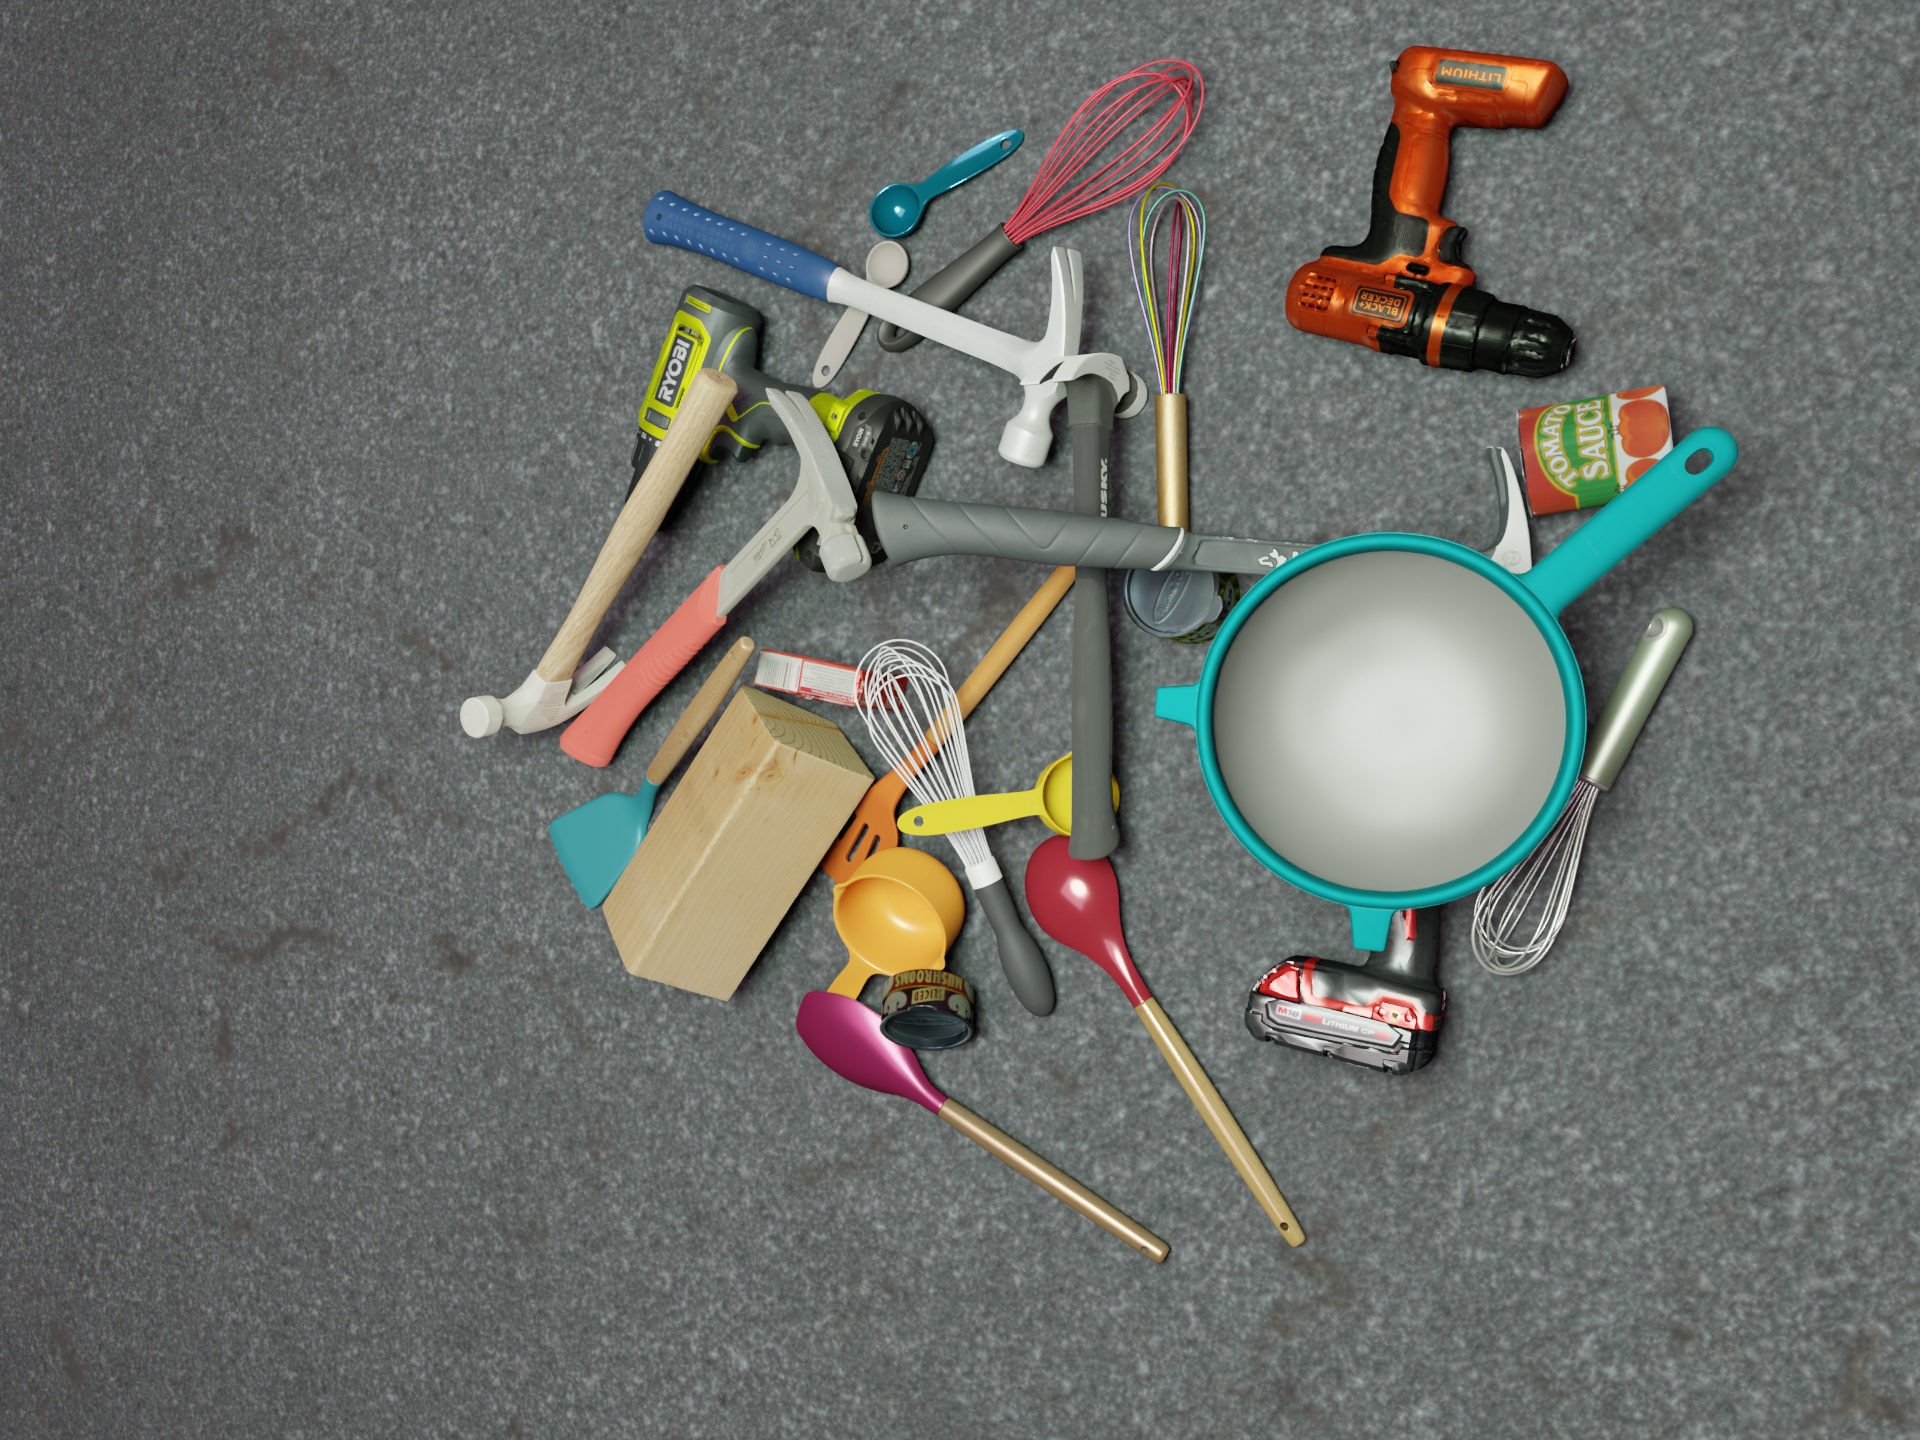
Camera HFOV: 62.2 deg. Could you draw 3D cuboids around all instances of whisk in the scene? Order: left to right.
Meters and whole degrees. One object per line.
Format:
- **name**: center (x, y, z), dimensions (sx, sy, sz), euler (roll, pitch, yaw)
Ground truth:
- **whisk**: center (0.004, 0.076, 1.106), dimensions (0.070, 0.070, 0.284), euler (-23, 94, 22)
- **whisk**: center (0.050, -0.355, 1.121), dimensions (0.296, 0.073, 0.073), euler (-35, 75, 26)
- **whisk**: center (0.146, -0.243, 1.082), dimensions (0.051, 0.047, 0.245), euler (-1, 92, 23)
- **whisk**: center (0.379, 0.044, 0.964), dimensions (0.059, 0.058, 0.246), euler (24, 96, -16)

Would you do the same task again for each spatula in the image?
- **spatula**: center (-0.230, 0.033, 1.202), dimensions (0.082, 0.044, 0.317), euler (59, 137, 17)
- **spatula**: center (-0.002, -0.004, 1.149), dimensions (0.081, 0.041, 0.322), euler (42, 101, 19)

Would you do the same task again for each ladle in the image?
- **ladle**: center (0.138, 0.213, 1.076), dimensions (0.069, 0.031, 0.315), euler (-38, 75, 20)

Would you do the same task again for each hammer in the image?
- **hammer**: center (-0.254, -0.119, 1.186), dimensions (0.031, 0.130, 0.331), euler (45, 117, 18)
- **hammer**: center (-0.199, -0.080, 1.175), dimensions (0.359, 0.036, 0.149), euler (-39, 64, 37)
- **hammer**: center (-0.081, -0.321, 1.163), dimensions (0.406, 0.035, 0.144), euler (29, 112, 29)
- **hammer**: center (0.085, -0.076, 1.049), dimensions (0.035, 0.146, 0.335), euler (0, 91, 26)
- **hammer**: center (0.148, -0.108, 0.977), dimensions (0.409, 0.036, 0.149), euler (5, 101, 0)

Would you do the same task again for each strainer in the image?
- **strainer**: center (0.294, -0.042, 0.915), dimensions (0.340, 0.095, 0.211), euler (-41, 81, 10)

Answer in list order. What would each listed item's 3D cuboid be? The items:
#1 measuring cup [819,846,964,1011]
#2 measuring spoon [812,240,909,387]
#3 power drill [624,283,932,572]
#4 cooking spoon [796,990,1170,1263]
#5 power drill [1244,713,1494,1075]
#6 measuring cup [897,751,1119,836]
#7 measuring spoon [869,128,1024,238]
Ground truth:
- **measuring cup**: center (-0.058, 0.160, 1.157), dimensions (0.095, 0.052, 0.173), euler (36, 129, 3)
- **measuring spoon**: center (-0.075, -0.304, 1.200), dimensions (0.034, 0.018, 0.124), euler (41, 111, 18)
- **power drill**: center (-0.150, -0.199, 1.194), dimensions (0.229, 0.080, 0.190), euler (30, 107, 25)
- **cooking spoon**: center (0.009, 0.288, 1.130), dimensions (0.319, 0.017, 0.068), euler (29, 118, 20)
- **power drill**: center (0.251, 0.099, 1.002), dimensions (0.143, 0.078, 0.220), euler (11, 89, 23)
- **measuring cup**: center (0.031, 0.059, 1.083), dimensions (0.156, 0.029, 0.062), euler (-8, 86, -14)
- **measuring spoon**: center (-0.008, -0.395, 1.172), dimensions (0.128, 0.021, 0.042), euler (-28, 73, 12)
